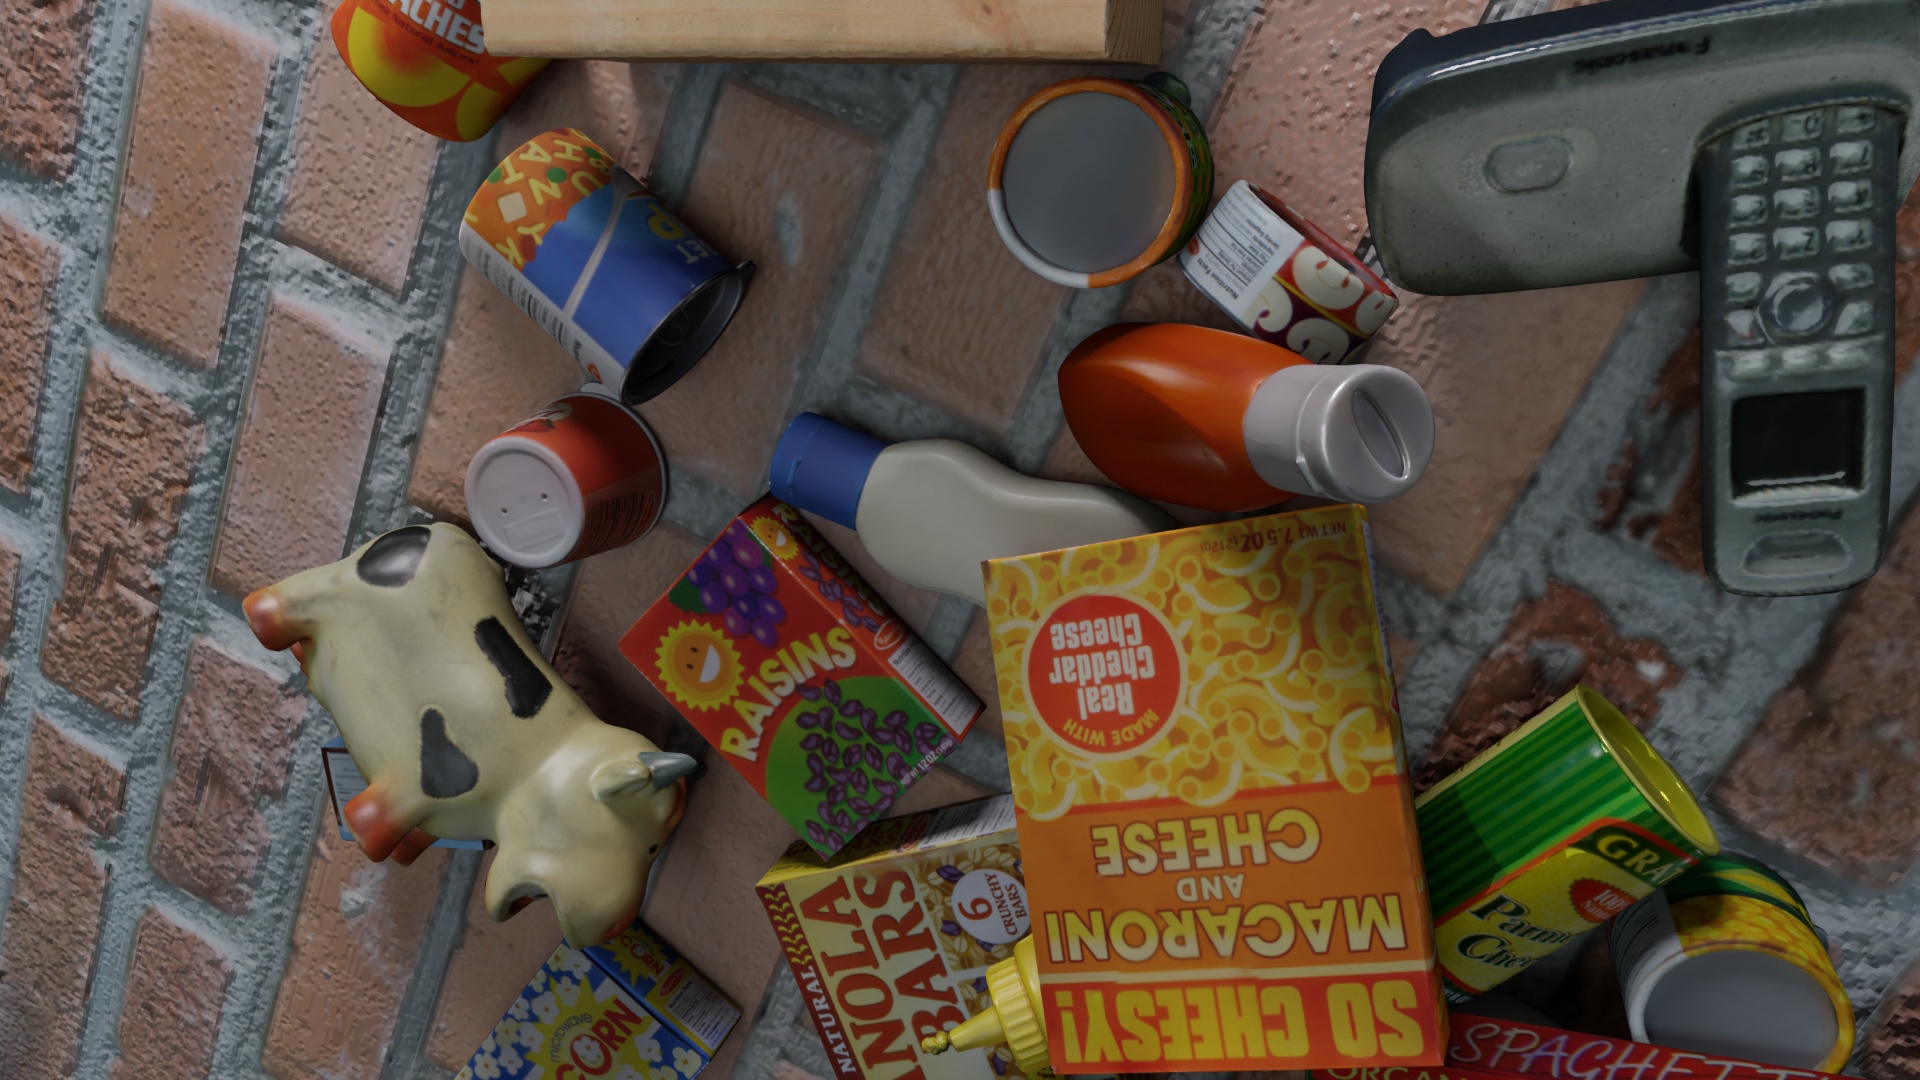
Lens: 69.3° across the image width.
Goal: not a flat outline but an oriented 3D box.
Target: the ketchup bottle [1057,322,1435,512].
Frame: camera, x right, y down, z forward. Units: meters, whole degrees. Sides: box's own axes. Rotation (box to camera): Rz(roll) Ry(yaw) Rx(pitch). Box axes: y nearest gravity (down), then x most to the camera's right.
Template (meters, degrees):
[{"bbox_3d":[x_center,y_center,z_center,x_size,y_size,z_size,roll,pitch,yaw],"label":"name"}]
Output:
[{"bbox_3d":[0.083,-0.036,0.426,0.043,0.149,0.064,-39,108,-11],"label":"ketchup bottle"}]

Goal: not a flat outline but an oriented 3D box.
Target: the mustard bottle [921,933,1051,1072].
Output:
[{"bbox_3d":[0.062,0.157,0.508,0.160,0.065,0.048,-21,109,-1],"label":"mustard bottle"}]

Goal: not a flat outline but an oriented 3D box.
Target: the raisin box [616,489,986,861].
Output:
[{"bbox_3d":[-0.064,0.054,0.557,0.123,0.040,0.086,45,114,0],"label":"raisin box"}]

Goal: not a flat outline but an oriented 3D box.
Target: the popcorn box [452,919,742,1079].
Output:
[{"bbox_3d":[-0.171,0.238,0.645,0.085,0.038,0.126,40,113,2],"label":"popcorn box"}]

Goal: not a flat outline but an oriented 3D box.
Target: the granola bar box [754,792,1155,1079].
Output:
[{"bbox_3d":[0.003,0.196,0.576,0.124,0.039,0.165,-17,100,21],"label":"granola bar box"}]

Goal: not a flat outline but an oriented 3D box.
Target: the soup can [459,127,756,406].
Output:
[{"bbox_3d":[-0.131,-0.104,0.520,0.084,0.071,0.071,42,114,3],"label":"soup can"}]

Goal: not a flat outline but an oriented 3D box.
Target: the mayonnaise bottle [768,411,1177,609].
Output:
[{"bbox_3d":[0.002,-0.006,0.518,0.148,0.041,0.064,22,110,12],"label":"mayonnaise bottle"}]

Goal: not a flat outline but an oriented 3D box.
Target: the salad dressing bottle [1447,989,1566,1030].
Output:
[{"bbox_3d":[0.222,0.211,0.492,0.148,0.044,0.064,23,105,23],"label":"salad dressing bottle"}]

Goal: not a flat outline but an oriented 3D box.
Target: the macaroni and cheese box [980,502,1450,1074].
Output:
[{"bbox_3d":[0.081,0.080,0.446,0.123,0.040,0.166,-10,85,21],"label":"macaroni and cheese box"}]

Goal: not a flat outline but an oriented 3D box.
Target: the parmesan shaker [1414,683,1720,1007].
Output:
[{"bbox_3d":[0.193,0.107,0.476,0.071,0.071,0.102,46,114,1],"label":"parmesan shaker"}]

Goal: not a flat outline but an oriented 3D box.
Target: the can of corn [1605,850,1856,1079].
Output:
[{"bbox_3d":[0.260,0.148,0.469,0.071,0.058,0.071,5,107,17],"label":"can of corn"}]

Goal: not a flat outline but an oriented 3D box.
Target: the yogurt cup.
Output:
[{"bbox_3d":[-0.160,-0.022,0.558,0.072,0.054,0.072,5,108,17],"label":"yogurt cup"}]

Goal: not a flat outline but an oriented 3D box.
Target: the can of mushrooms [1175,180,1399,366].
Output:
[{"bbox_3d":[0.107,-0.083,0.449,0.071,0.071,0.033,39,112,4],"label":"can of mushrooms"}]

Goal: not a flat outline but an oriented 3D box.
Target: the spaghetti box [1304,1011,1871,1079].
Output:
[{"bbox_3d":[0.236,0.191,0.441,0.250,0.029,0.050,4,111,18],"label":"spaghetti box"}]

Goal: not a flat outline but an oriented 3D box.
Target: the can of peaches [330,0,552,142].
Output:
[{"bbox_3d":[-0.186,-0.189,0.509,0.058,0.071,0.071,-36,92,25],"label":"can of peaches"}]

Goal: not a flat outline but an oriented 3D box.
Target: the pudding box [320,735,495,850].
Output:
[{"bbox_3d":[-0.247,0.113,0.638,0.084,0.030,0.049,-1,104,18],"label":"pudding box"}]

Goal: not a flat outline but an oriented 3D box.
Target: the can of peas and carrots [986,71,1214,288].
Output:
[{"bbox_3d":[0.049,-0.121,0.459,0.071,0.059,0.070,5,107,16],"label":"can of peas and carrots"}]
